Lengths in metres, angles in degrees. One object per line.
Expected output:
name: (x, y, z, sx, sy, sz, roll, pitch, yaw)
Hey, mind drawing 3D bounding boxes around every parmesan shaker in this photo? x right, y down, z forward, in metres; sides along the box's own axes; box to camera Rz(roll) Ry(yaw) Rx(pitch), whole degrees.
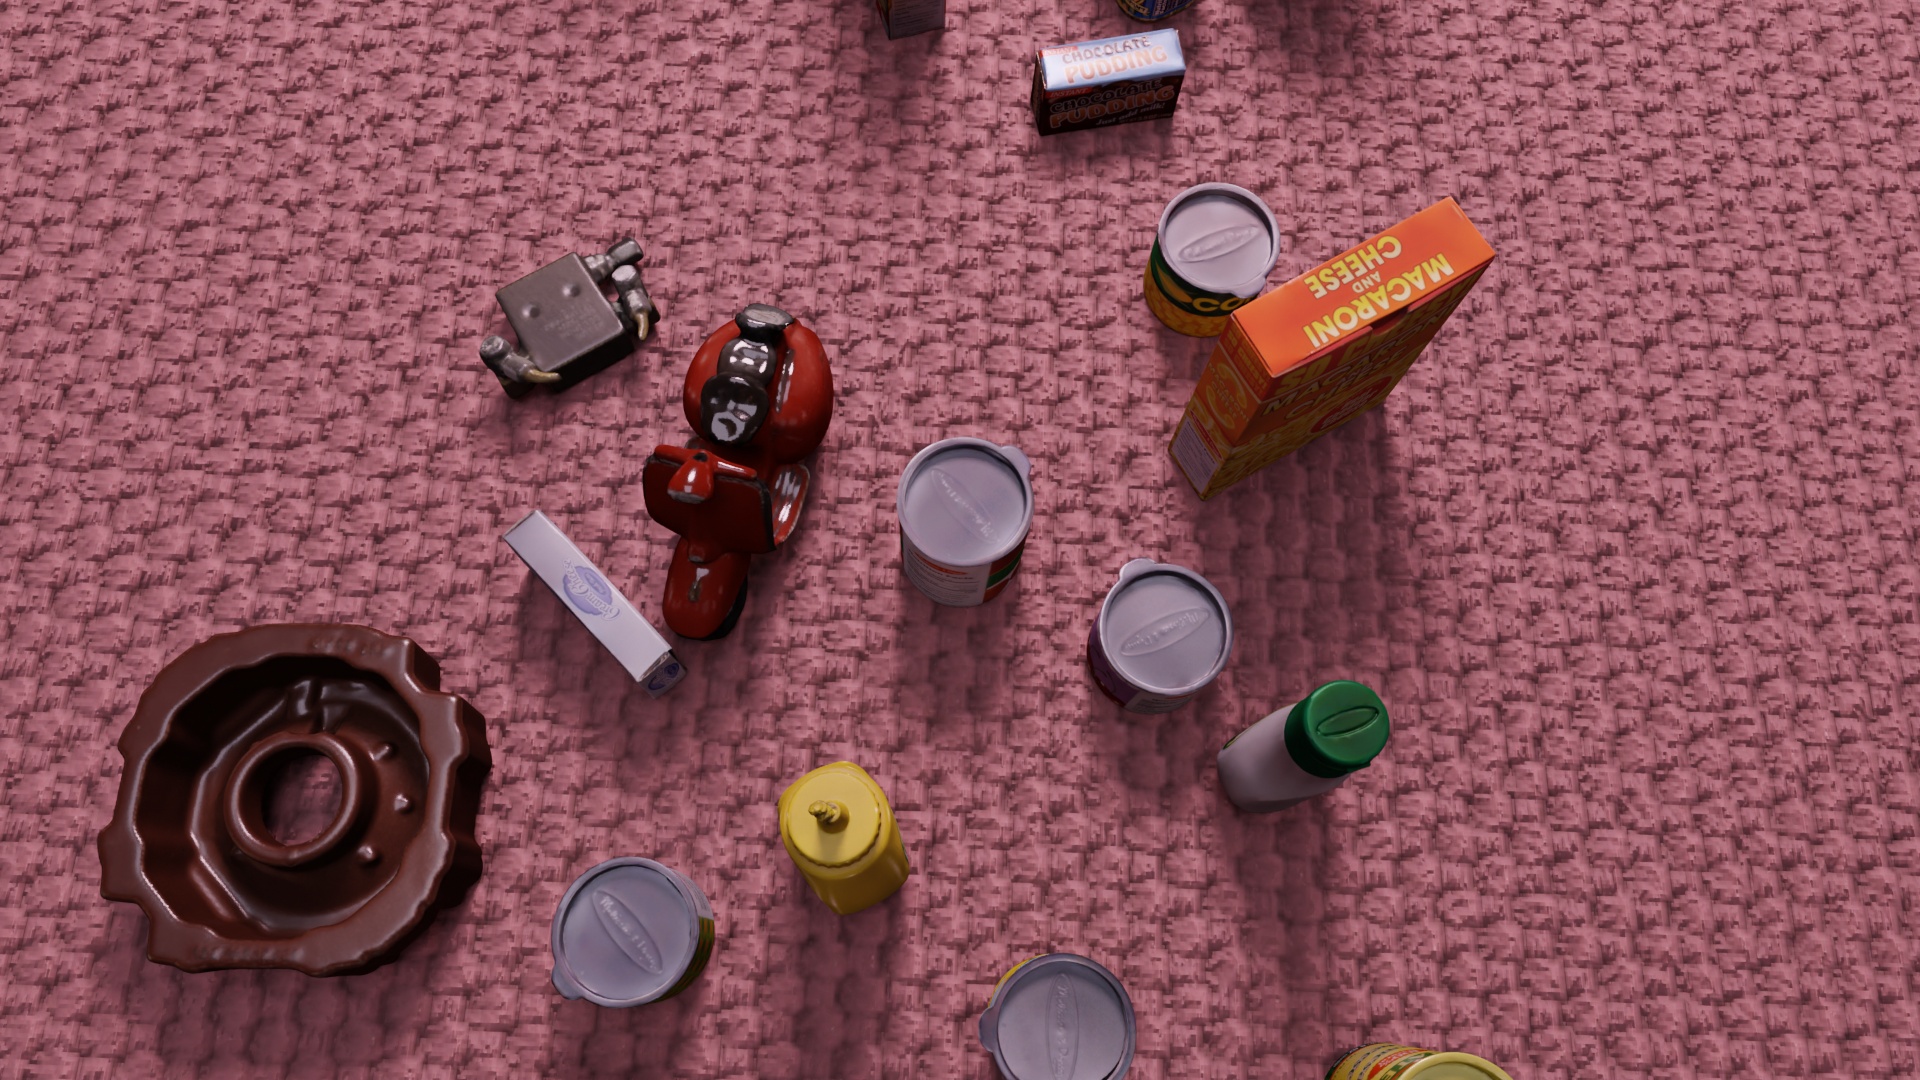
parmesan shaker: (0.201, 0.261, 0.616, 0.071, 0.102, 0.071, 0, 73, -1)

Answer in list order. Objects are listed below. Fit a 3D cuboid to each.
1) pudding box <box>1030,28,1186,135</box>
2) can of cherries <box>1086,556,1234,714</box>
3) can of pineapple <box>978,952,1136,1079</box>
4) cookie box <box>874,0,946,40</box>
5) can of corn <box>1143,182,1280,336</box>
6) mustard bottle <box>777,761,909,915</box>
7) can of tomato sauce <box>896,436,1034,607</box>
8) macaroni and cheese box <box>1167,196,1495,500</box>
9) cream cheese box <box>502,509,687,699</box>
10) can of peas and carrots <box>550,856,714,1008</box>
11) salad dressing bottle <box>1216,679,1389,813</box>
pudding box: (0.085, -0.266, 0.807, 0.084, 0.049, 0.030, -10, 73, -5)
can of cherries: (0.099, 0.049, 0.703, 0.071, 0.058, 0.071, 1, 73, -2)
can of pineapple: (0.044, 0.226, 0.646, 0.071, 0.057, 0.071, 1, 73, -2)
cookie box: (-0.041, -0.387, 0.780, 0.040, 0.167, 0.123, -15, 74, -6)
can of corn: (0.139, -0.152, 0.768, 0.071, 0.058, 0.071, 1, 73, -2)
mustard bottle: (-0.053, 0.130, 0.620, 0.049, 0.159, 0.065, -27, 76, -9)
can of tomato sauce: (0.003, -0.009, 0.706, 0.071, 0.083, 0.071, 0, 73, -1)
macaroni and cheese box: (0.178, -0.089, 0.693, 0.124, 0.166, 0.040, -29, 76, -10)
cream cheese box: (-0.183, 0.033, 0.702, 0.024, 0.053, 0.104, -43, 79, -13)
can of peas and carrots: (-0.154, 0.186, 0.652, 0.071, 0.058, 0.071, 1, 73, -2)
salad dressing bottle: (0.159, 0.096, 0.644, 0.064, 0.147, 0.044, -17, 74, -7)
